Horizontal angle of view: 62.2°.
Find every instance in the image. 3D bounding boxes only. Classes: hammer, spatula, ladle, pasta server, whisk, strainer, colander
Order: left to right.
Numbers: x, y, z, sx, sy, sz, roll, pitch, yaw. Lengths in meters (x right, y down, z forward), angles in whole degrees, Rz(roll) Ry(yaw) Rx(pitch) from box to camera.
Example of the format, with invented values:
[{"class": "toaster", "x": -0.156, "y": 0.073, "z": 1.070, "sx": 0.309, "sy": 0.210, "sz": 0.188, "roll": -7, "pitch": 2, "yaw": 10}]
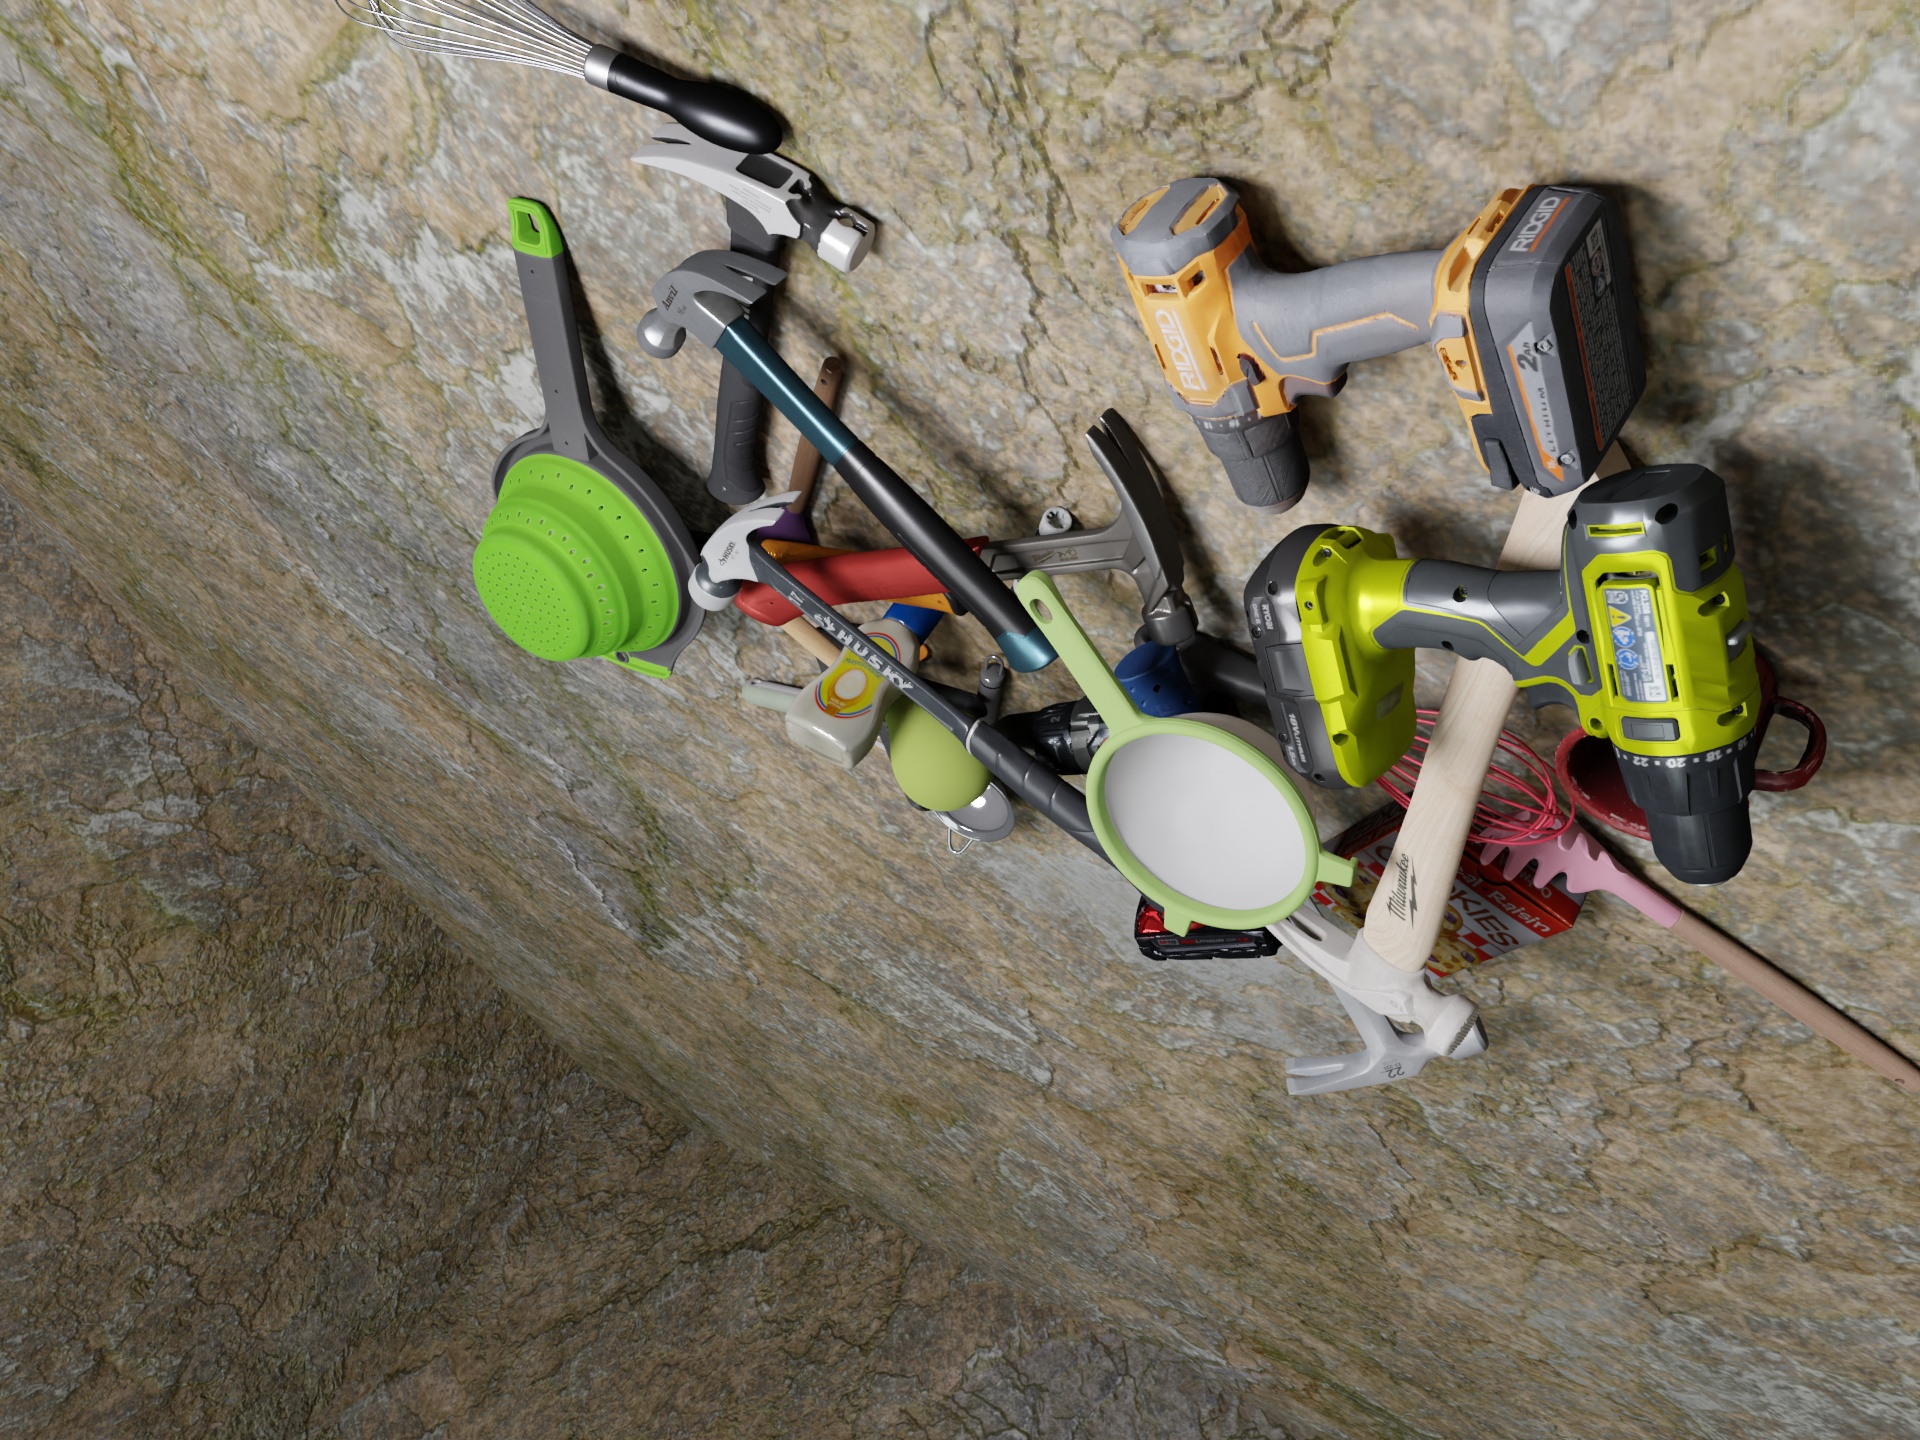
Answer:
[{"class": "colander", "x": -0.303, "y": -0.175, "z": 1.163, "sx": 0.205, "sy": 0.094, "sz": 0.396, "roll": 20, "pitch": 135, "yaw": 24}, {"class": "whisk", "x": -0.227, "y": -0.376, "z": 0.889, "sx": 0.284, "sy": 0.070, "sz": 0.070, "roll": 25, "pitch": 152, "yaw": 7}, {"class": "hammer", "x": -0.145, "y": -0.243, "z": 1.037, "sx": 0.146, "sy": 0.035, "sz": 0.334, "roll": 32, "pitch": 154, "yaw": 4}, {"class": "hammer", "x": -0.132, "y": -0.114, "z": 1.191, "sx": 0.337, "sy": 0.034, "sz": 0.127, "roll": 13, "pitch": 143, "yaw": 32}, {"class": "spatula", "x": -0.113, "y": -0.166, "z": 1.145, "sx": 0.060, "sy": 0.018, "sz": 0.315, "roll": 32, "pitch": 155, "yaw": 1}, {"class": "whisk", "x": -0.108, "y": -0.010, "z": 1.375, "sx": 0.246, "sy": 0.058, "sz": 0.059, "roll": 12, "pitch": 111, "yaw": 43}, {"class": "ladle", "x": -0.093, "y": -0.039, "z": 1.230, "sx": 0.320, "sy": 0.078, "sz": 0.062, "roll": 39, "pitch": 159, "yaw": 33}, {"class": "hammer", "x": -0.061, "y": -0.153, "z": 0.974, "sx": 0.331, "sy": 0.033, "sz": 0.128, "roll": 46, "pitch": 150, "yaw": -6}, {"class": "hammer", "x": -0.021, "y": -0.108, "z": 1.044, "sx": 0.359, "sy": 0.037, "sz": 0.149, "roll": -2, "pitch": 126, "yaw": 40}, {"class": "hammer", "x": -0.002, "y": -0.003, "z": 1.072, "sx": 0.409, "sy": 0.036, "sz": 0.149, "roll": 38, "pitch": 150, "yaw": -5}, {"class": "strainer", "x": 0.017, "y": 0.025, "z": 1.290, "sx": 0.087, "sy": 0.050, "sz": 0.258, "roll": 26, "pitch": 147, "yaw": 12}, {"class": "strainer", "x": 0.125, "y": 0.006, "z": 0.956, "sx": 0.151, "sy": 0.069, "sz": 0.256, "roll": -28, "pitch": 101, "yaw": 47}, {"class": "hammer", "x": 0.212, "y": 0.111, "z": 1.072, "sx": 0.144, "sy": 0.035, "sz": 0.405, "roll": -25, "pitch": 119, "yaw": 21}, {"class": "whisk", "x": 0.234, "y": 0.000, "z": 0.982, "sx": 0.296, "sy": 0.073, "sz": 0.073, "roll": 26, "pitch": 153, "yaw": 28}, {"class": "hammer", "x": 0.267, "y": 0.017, "z": 0.879, "sx": 0.146, "sy": 0.038, "sz": 0.410, "roll": 35, "pitch": 140, "yaw": 29}, {"class": "pasta server", "x": 0.460, "y": 0.143, "z": 0.980, "sx": 0.316, "sy": 0.040, "sz": 0.060, "roll": 34, "pitch": 152, "yaw": -1}]

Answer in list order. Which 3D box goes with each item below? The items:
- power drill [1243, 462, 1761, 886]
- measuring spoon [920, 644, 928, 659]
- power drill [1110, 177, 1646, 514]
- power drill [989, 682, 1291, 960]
[{"class": "power drill", "x": 0.262, "y": -0.018, "z": 0.761, "sx": 0.229, "sy": 0.080, "sz": 0.190, "roll": 3, "pitch": 118, "yaw": 48}, {"class": "measuring spoon", "x": -0.065, "y": -0.055, "z": 1.285, "sx": 0.117, "sy": 0.011, "sz": 0.021, "roll": -3, "pitch": 120, "yaw": 46}, {"class": "power drill", "x": 0.191, "y": -0.161, "z": 0.742, "sx": 0.226, "sy": 0.084, "sz": 0.185, "roll": 16, "pitch": 148, "yaw": 41}, {"class": "power drill", "x": 0.132, "y": 0.069, "z": 1.140, "sx": 0.188, "sy": 0.080, "sz": 0.226, "roll": -7, "pitch": 128, "yaw": 31}]
